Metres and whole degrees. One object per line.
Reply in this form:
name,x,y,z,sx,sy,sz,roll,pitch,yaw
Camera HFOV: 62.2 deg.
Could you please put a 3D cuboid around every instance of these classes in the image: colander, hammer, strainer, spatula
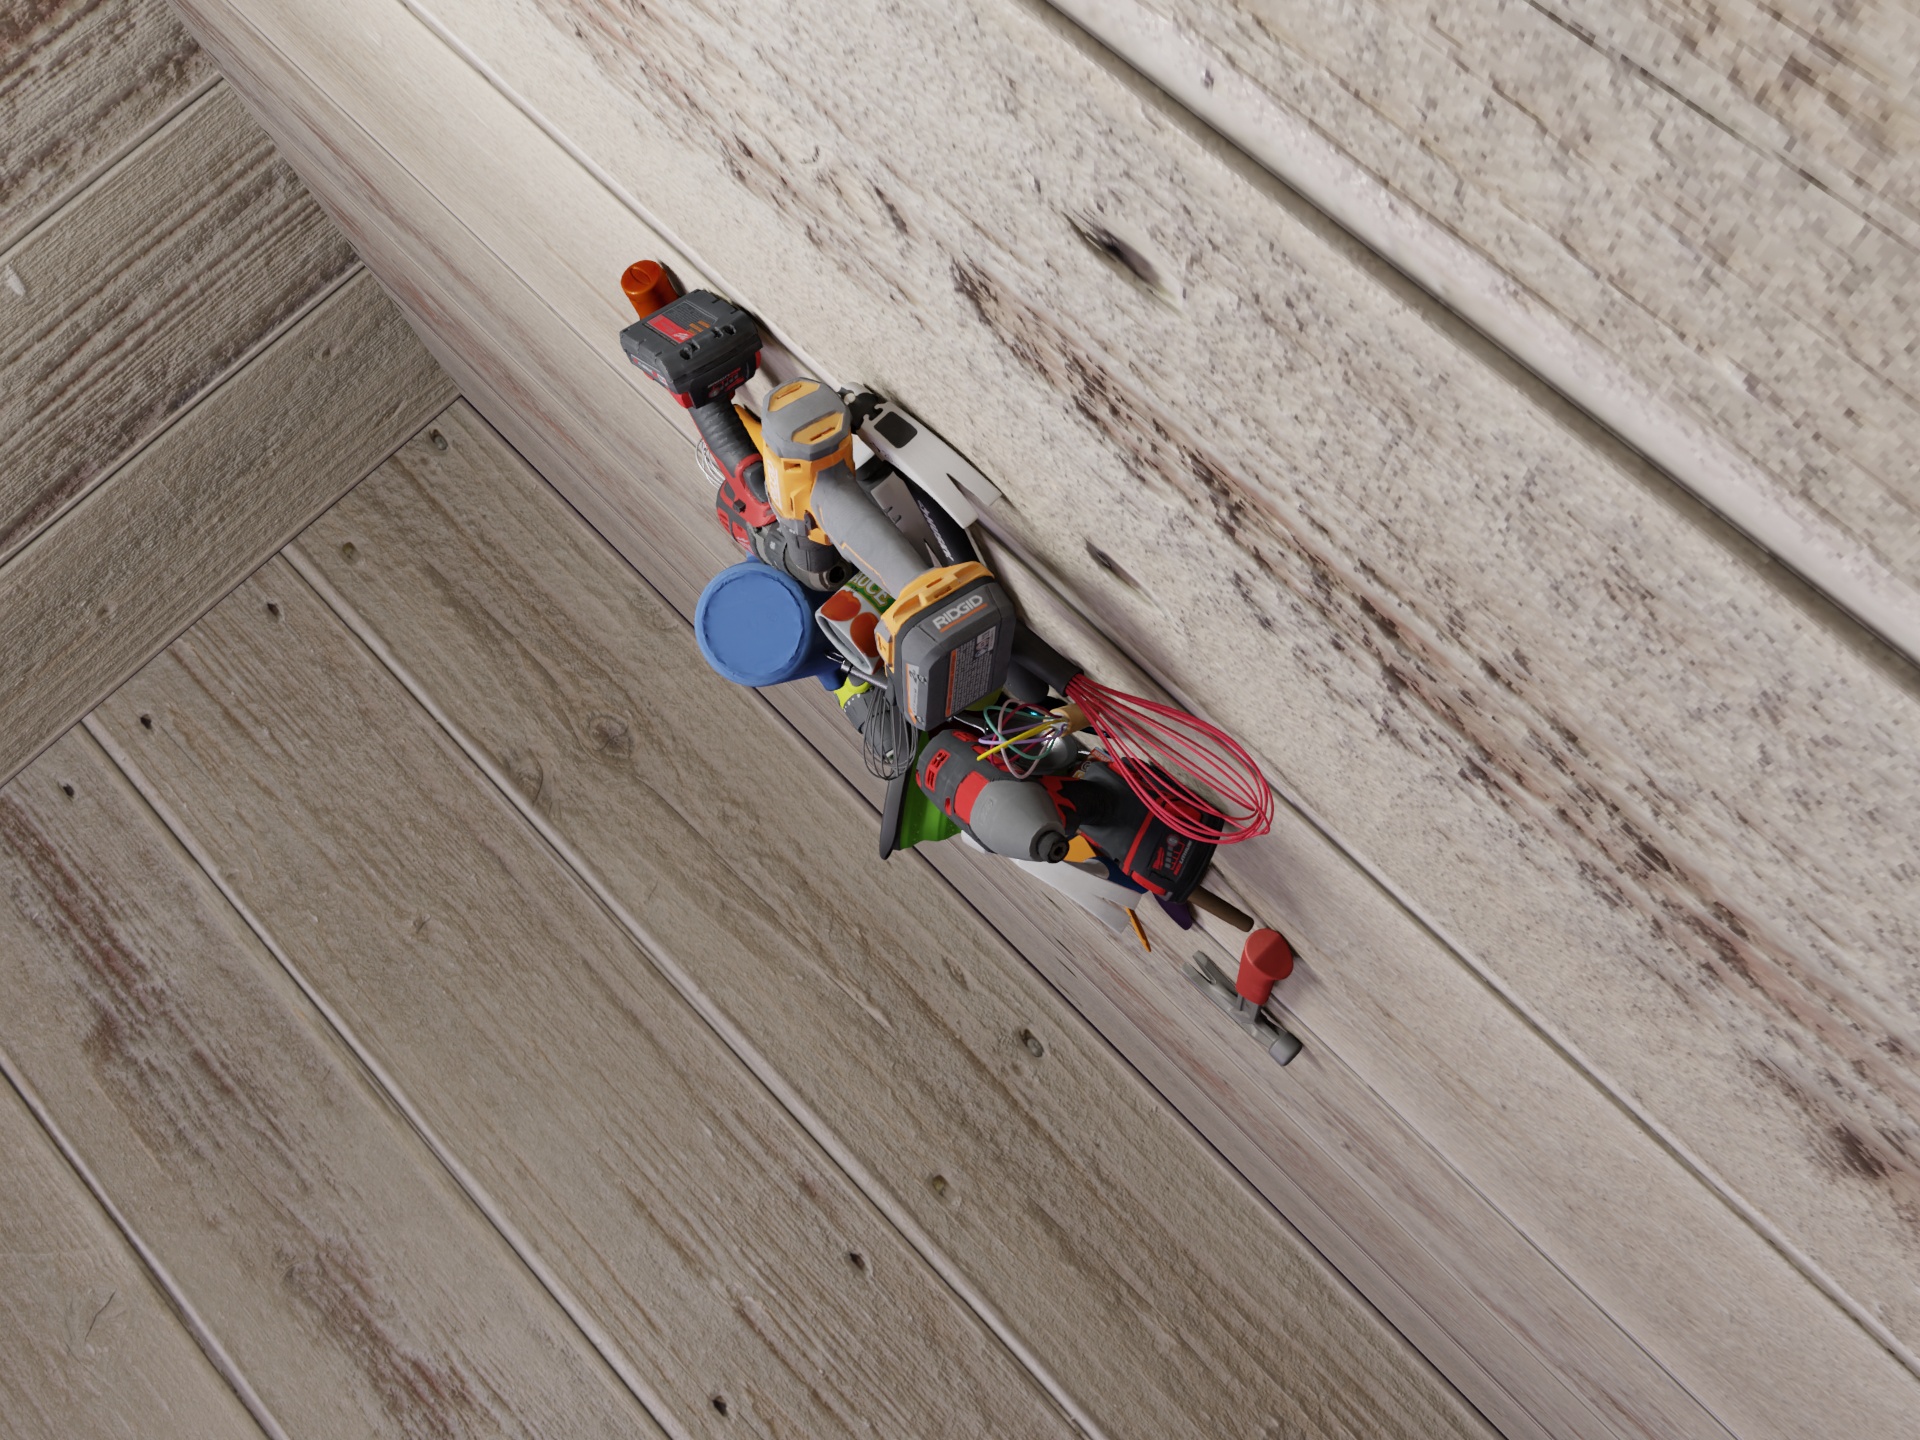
colander,-0.019,0.033,1.648,0.094,0.205,0.396,13,161,4
hammer,-0.122,-0.211,1.345,0.337,0.034,0.127,34,164,53
hammer,0.274,0.247,1.525,0.149,0.037,0.358,43,171,19
strainer,-0.002,-0.004,1.389,0.258,0.050,0.087,26,-148,-1
hammer,0.011,-0.108,1.189,0.146,0.035,0.334,41,169,35
spatula,0.209,0.162,1.508,0.060,0.018,0.315,47,172,12
hammer,0.121,0.134,1.392,0.144,0.035,0.405,30,-178,18

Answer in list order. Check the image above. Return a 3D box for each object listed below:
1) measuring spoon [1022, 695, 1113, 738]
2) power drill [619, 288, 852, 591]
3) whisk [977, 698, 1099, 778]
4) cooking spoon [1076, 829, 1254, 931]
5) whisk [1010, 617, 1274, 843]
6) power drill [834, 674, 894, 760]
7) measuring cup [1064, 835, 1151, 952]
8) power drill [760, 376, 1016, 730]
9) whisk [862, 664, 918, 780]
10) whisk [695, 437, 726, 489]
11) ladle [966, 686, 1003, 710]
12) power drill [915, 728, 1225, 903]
measuring spoon,0.094,-0.004,1.311,0.042,0.021,0.129,21,178,-28
power drill,-0.167,-0.211,1.260,0.188,0.080,0.226,40,159,49
whisk,0.061,0.005,1.155,0.051,0.047,0.245,36,-165,12
cooking spoon,0.115,0.097,1.350,0.318,0.017,0.069,31,-173,-8
whisk,0.091,-0.013,1.080,0.296,0.073,0.073,39,169,21
power drill,-0.122,-0.068,1.709,0.191,0.080,0.228,63,177,21
measuring cup,0.138,0.177,1.609,0.095,0.052,0.174,41,-162,-49
power drill,-0.060,-0.103,1.094,0.226,0.084,0.185,52,162,19
whisk,-0.065,-0.053,1.425,0.055,0.055,0.238,34,132,52
whisk,-0.167,-0.196,1.583,0.246,0.059,0.058,43,144,-5
ladle,-0.020,-0.045,1.330,0.078,0.062,0.320,32,176,-8
power drill,0.085,0.071,1.170,0.219,0.078,0.143,13,-164,-41
